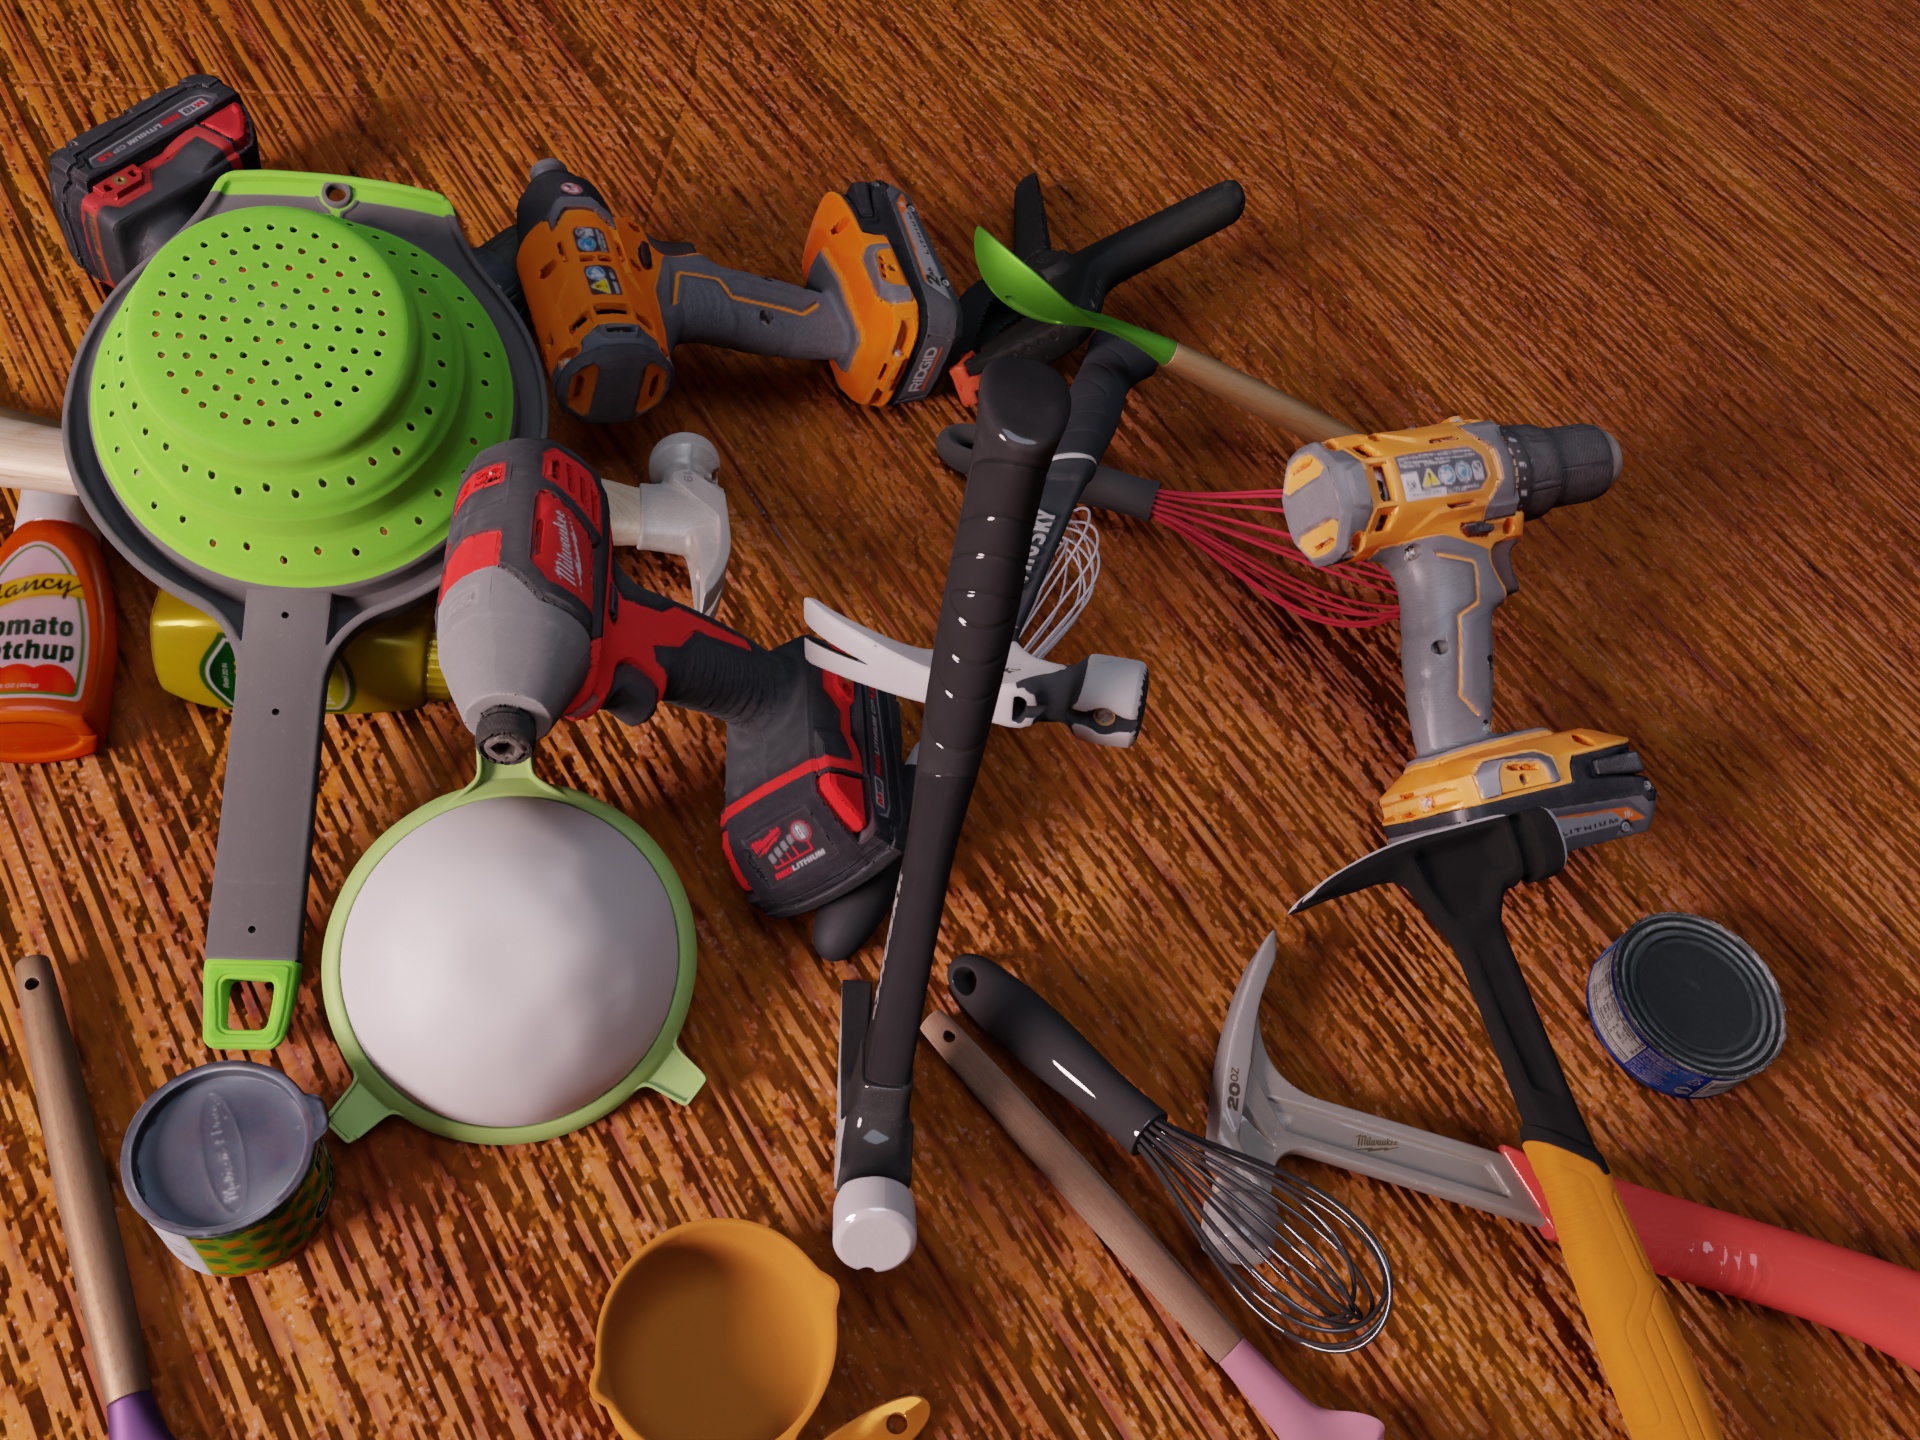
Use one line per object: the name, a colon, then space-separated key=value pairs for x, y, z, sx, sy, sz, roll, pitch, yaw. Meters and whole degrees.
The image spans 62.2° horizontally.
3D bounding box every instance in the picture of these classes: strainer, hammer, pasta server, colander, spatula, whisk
strainer: x=-0.185 y=0.043 z=0.644 sx=0.151 sy=0.069 sz=0.256 roll=-3 pitch=82 yaw=-13
hammer: x=-0.008 y=0.031 z=0.599 sx=0.035 sy=0.334 sz=0.146 roll=8 pitch=24 yaw=-7
pasta server: x=0.092 y=0.234 z=0.649 sx=0.060 sy=0.040 sz=0.316 roll=-38 pitch=69 yaw=-19
colander: x=-0.282 y=-0.068 z=0.656 sx=0.204 sy=0.094 sz=0.397 roll=3 pitch=77 yaw=-11
hammer: x=0.045 y=-0.118 z=0.802 sx=0.149 sy=0.036 sz=0.409 roll=10 pitch=35 yaw=10
spatula: x=-0.309 y=0.224 z=0.585 sx=0.060 sy=0.018 sz=0.316 roll=-20 pitch=64 yaw=-20
hammer: x=0.252 y=0.204 z=0.656 sx=0.127 sy=0.034 sz=0.337 roll=-14 pitch=71 yaw=-14
whisk: x=0.078 y=0.168 z=0.661 sx=0.055 sy=0.055 sz=0.239 roll=-33 pitch=52 yaw=-29
whisk: x=-0.002 y=-0.002 z=0.782 sx=0.070 sy=0.070 sz=0.285 roll=26 pitch=61 yaw=6
hammer: x=-0.314 y=-0.105 z=0.746 sx=0.410 sy=0.038 sz=0.146 roll=4 pitch=39 yaw=-16
whisk: x=0.126 y=-0.115 z=0.882 sx=0.296 sy=0.073 sz=0.073 roll=18 pitch=55 yaw=8
hammer: x=0.286 y=0.211 z=0.706 sx=0.359 sy=0.036 sz=0.149 roll=17 pitch=55 yaw=0

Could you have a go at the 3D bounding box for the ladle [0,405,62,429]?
ladle: x=-0.456 y=-0.150 z=0.784 sx=0.320 sy=0.062 sz=0.078 roll=15 pitch=54 yaw=-4

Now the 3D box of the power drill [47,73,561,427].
power drill: x=-0.346 y=-0.256 z=0.867 sx=0.227 sy=0.080 sz=0.188 roll=33 pitch=56 yaw=8

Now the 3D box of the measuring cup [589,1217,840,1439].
measuring cup: x=-0.074 y=0.272 z=0.580 sx=0.095 sy=0.052 sz=0.174 roll=-17 pitch=62 yaw=-21

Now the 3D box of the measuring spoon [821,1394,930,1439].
measuring spoon: x=-0.060 y=0.290 z=0.598 sx=0.117 sy=0.011 sz=0.021 roll=-24 pitch=51 yaw=-28

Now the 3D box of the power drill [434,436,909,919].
power drill: x=-0.120 y=-0.008 z=0.663 sx=0.219 sy=0.078 sz=0.143 roll=36 pitch=34 yaw=-40

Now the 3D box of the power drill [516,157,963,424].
power drill: x=-0.129 y=-0.245 z=0.878 sx=0.226 sy=0.084 sz=0.164 roll=-8 pitch=62 yaw=-28

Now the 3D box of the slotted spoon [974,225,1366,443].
slotted spoon: x=0.140 y=-0.197 z=0.903 sx=0.313 sy=0.031 sz=0.070 roll=21 pitch=17 yaw=-21

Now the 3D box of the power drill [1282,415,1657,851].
power drill: x=0.275 y=-0.045 z=0.804 sx=0.185 sy=0.084 sz=0.226 roll=-11 pitch=82 yaw=-19
